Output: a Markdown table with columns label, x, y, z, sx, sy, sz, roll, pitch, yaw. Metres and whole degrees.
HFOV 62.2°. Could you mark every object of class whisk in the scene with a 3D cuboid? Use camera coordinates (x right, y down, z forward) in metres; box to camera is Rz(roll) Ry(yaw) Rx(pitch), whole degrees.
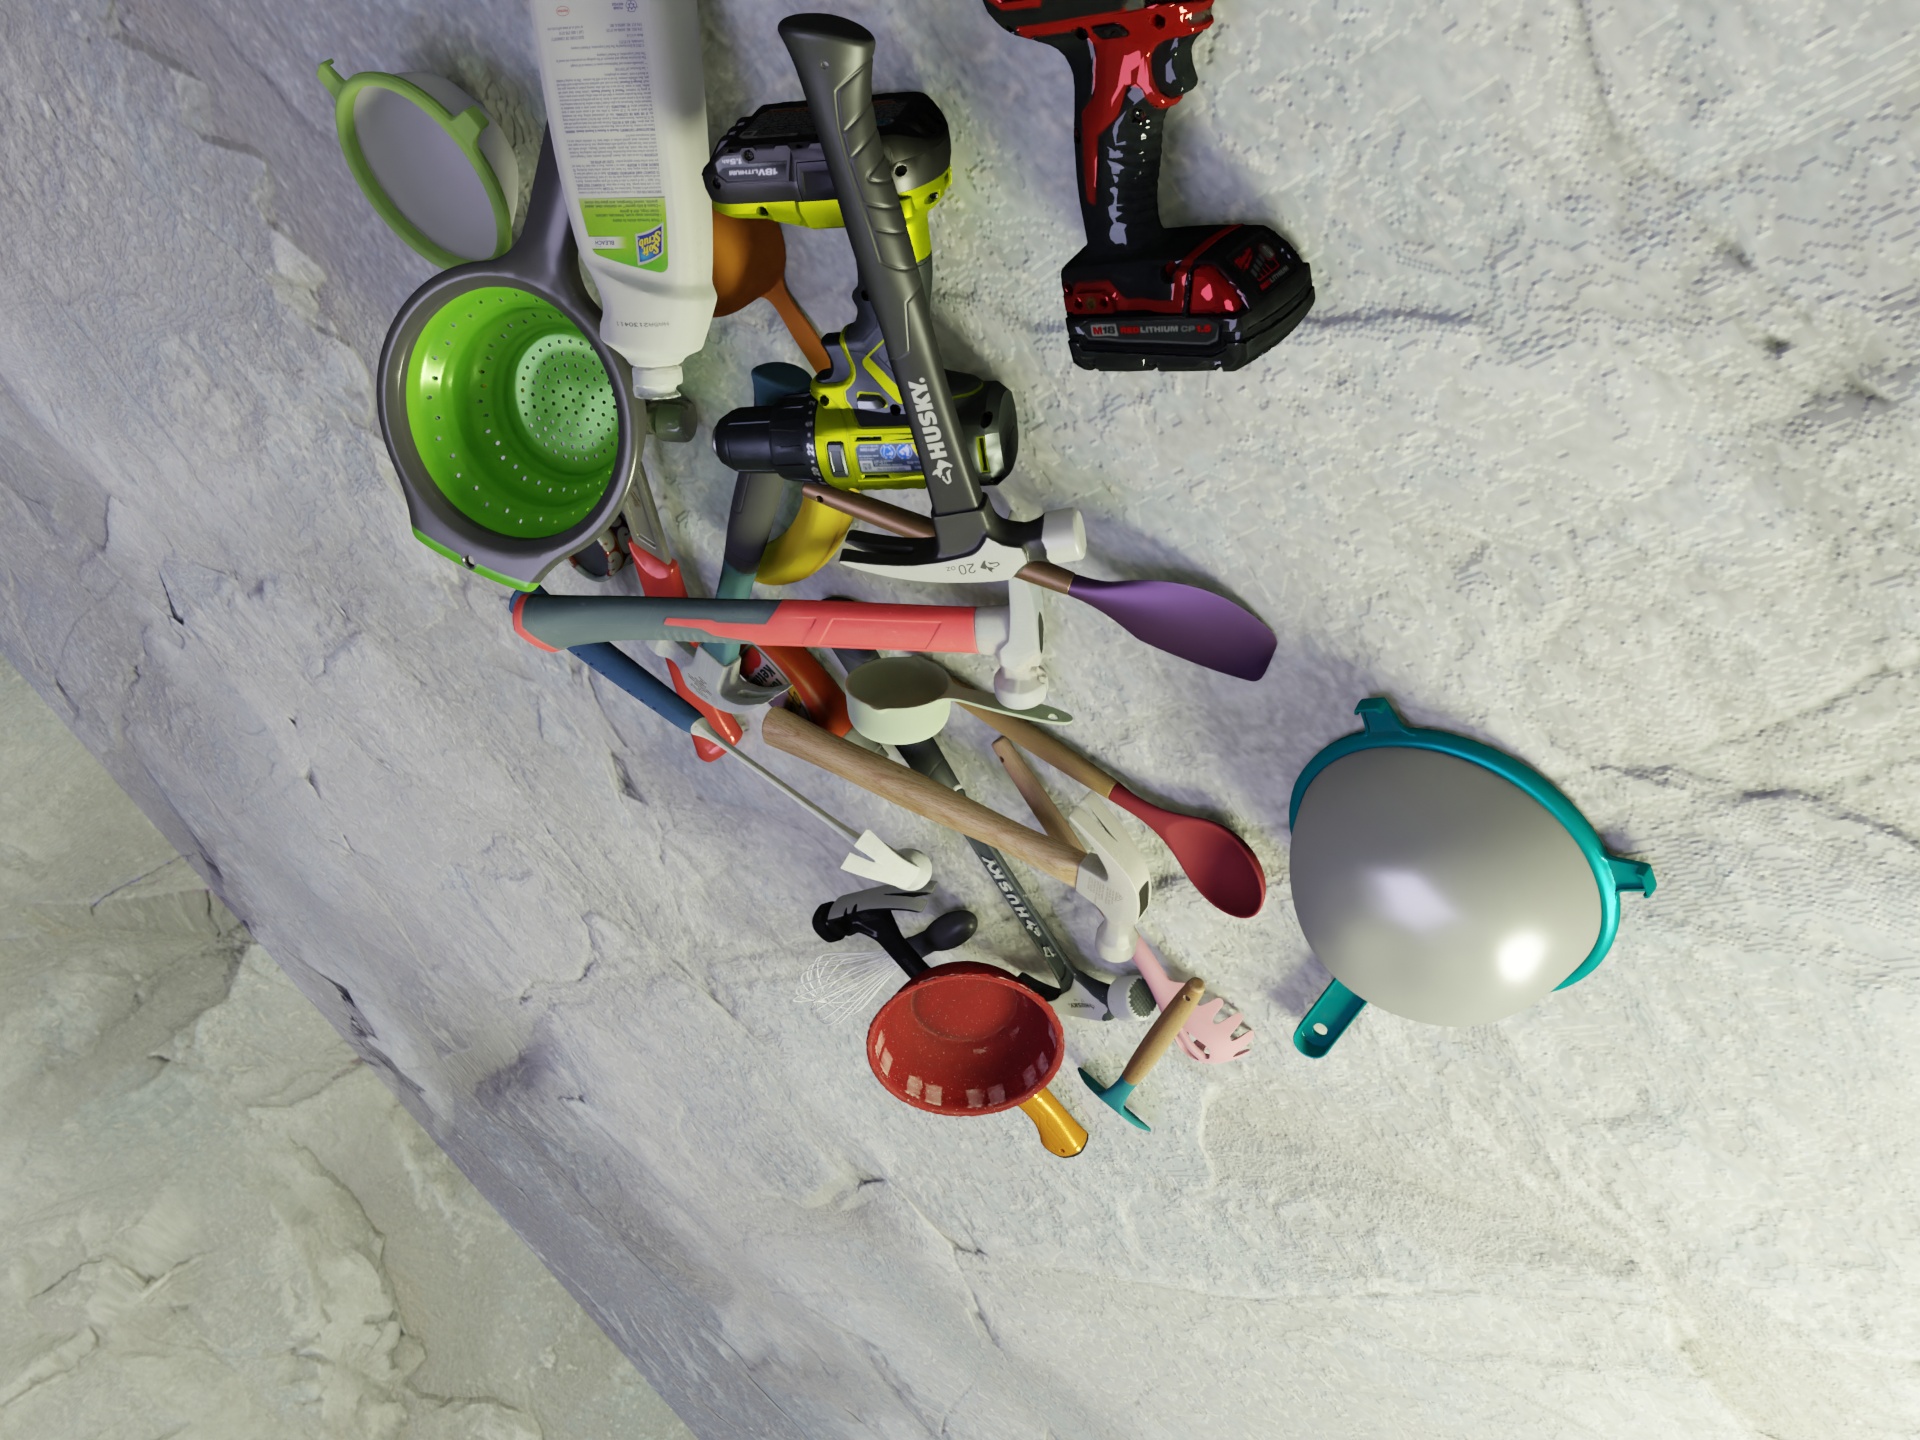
| label | x | y | z | sx | sy | sz | roll | pitch | yaw |
| --- | --- | --- | --- | --- | --- | --- | --- | --- | --- |
| whisk | -0.069 | 0.220 | 1.440 | 0.070 | 0.070 | 0.284 | 49 | 139 | -6 |

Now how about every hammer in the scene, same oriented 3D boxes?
| label | x | y | z | sx | sy | sz | roll | pitch | yaw |
| --- | --- | --- | --- | --- | --- | --- | --- | --- | --- |
| hammer | -0.036 | -0.217 | 0.876 | 0.146 | 0.035 | 0.334 | -7 | 128 | 15 |
| hammer | -0.201 | 0.009 | 1.264 | 0.406 | 0.035 | 0.144 | 35 | 179 | 14 |
| hammer | 0.001 | 0.076 | 1.250 | 0.149 | 0.036 | 0.408 | -13 | 115 | 50 |
| hammer | -0.248 | -0.107 | 1.286 | 0.149 | 0.037 | 0.358 | 5 | 134 | 15 |
| hammer | -0.009 | 0.064 | 1.188 | 0.331 | 0.031 | 0.130 | 24 | 137 | 21 |
| hammer | -0.134 | -0.081 | 1.106 | 0.386 | 0.038 | 0.143 | 3 | 130 | 13 |
| hammer | 0.016 | 0.267 | 1.383 | 0.127 | 0.034 | 0.336 | -18 | 121 | 39 |
| hammer | -0.157 | -0.125 | 1.144 | 0.128 | 0.033 | 0.330 | 41 | 140 | 15 |

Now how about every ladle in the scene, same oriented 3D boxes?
| label | x | y | z | sx | sy | sz | roll | pitch | yaw |
| --- | --- | --- | --- | --- | --- | --- | --- | --- | --- |
| ladle | 0.087 | 0.038 | 1.136 | 0.315 | 0.031 | 0.069 | 33 | 138 | 18 |

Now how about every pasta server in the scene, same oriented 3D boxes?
| label | x | y | z | sx | sy | sz | roll | pitch | yaw |
| --- | --- | --- | --- | --- | --- | --- | --- | --- | --- |
| pasta server | 0.119 | 0.140 | 1.207 | 0.060 | 0.040 | 0.316 | -24 | 103 | 52 |

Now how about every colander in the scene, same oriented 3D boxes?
| label | x | y | z | sx | sy | sz | roll | pitch | yaw |
| --- | --- | --- | --- | --- | --- | --- | --- | --- | --- |
| colander | -0.268 | -0.288 | 1.080 | 0.204 | 0.094 | 0.397 | 26 | 114 | 10 |

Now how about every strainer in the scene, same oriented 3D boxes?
| label | x | y | z | sx | sy | sz | roll | pitch | yaw |
| --- | --- | --- | --- | --- | --- | --- | --- | --- | --- |
| strainer | -0.351 | -0.358 | 1.148 | 0.151 | 0.069 | 0.256 | 24 | 148 | 22 |
| strainer | 0.267 | 0.154 | 1.015 | 0.211 | 0.095 | 0.340 | 34 | 141 | 14 |

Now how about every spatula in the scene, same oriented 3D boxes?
| label | x | y | z | sx | sy | sz | roll | pitch | yaw |
| --- | --- | --- | --- | --- | --- | --- | --- | --- | --- |
| spatula | 0.046 | -0.096 | 1.000 | 0.316 | 0.018 | 0.059 | 21 | 137 | 8 |
| spatula | 0.146 | 0.261 | 1.249 | 0.082 | 0.044 | 0.317 | 40 | 150 | 14 |

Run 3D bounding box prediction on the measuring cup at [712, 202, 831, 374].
| label | x | y | z | sx | sy | sz | roll | pitch | yaw |
| --- | --- | --- | --- | --- | --- | --- | --- | --- | --- |
| measuring cup | -0.138 | -0.271 | 1.030 | 0.173 | 0.052 | 0.095 | 54 | 143 | -9 |

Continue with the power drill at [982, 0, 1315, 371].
| label | x | y | z | sx | sy | sz | roll | pitch | yaw |
| --- | --- | --- | --- | --- | --- | --- | --- | --- | --- |
| power drill | 0.111 | -0.287 | 0.759 | 0.188 | 0.080 | 0.226 | 9 | 128 | 38 |

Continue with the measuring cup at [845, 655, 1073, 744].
| label | x | y | z | sx | sy | sz | roll | pitch | yaw |
| --- | --- | --- | --- | --- | --- | --- | --- | --- | --- |
| measuring cup | -0.002 | -0.004 | 1.132 | 0.167 | 0.083 | 0.038 | 12 | 123 | 15 |

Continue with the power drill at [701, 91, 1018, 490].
| label | x | y | z | sx | sy | sz | roll | pitch | yaw |
| --- | --- | --- | --- | --- | --- | --- | --- | --- | --- |
| power drill | -0.074 | -0.239 | 0.941 | 0.190 | 0.080 | 0.228 | 1 | 128 | 15 |
